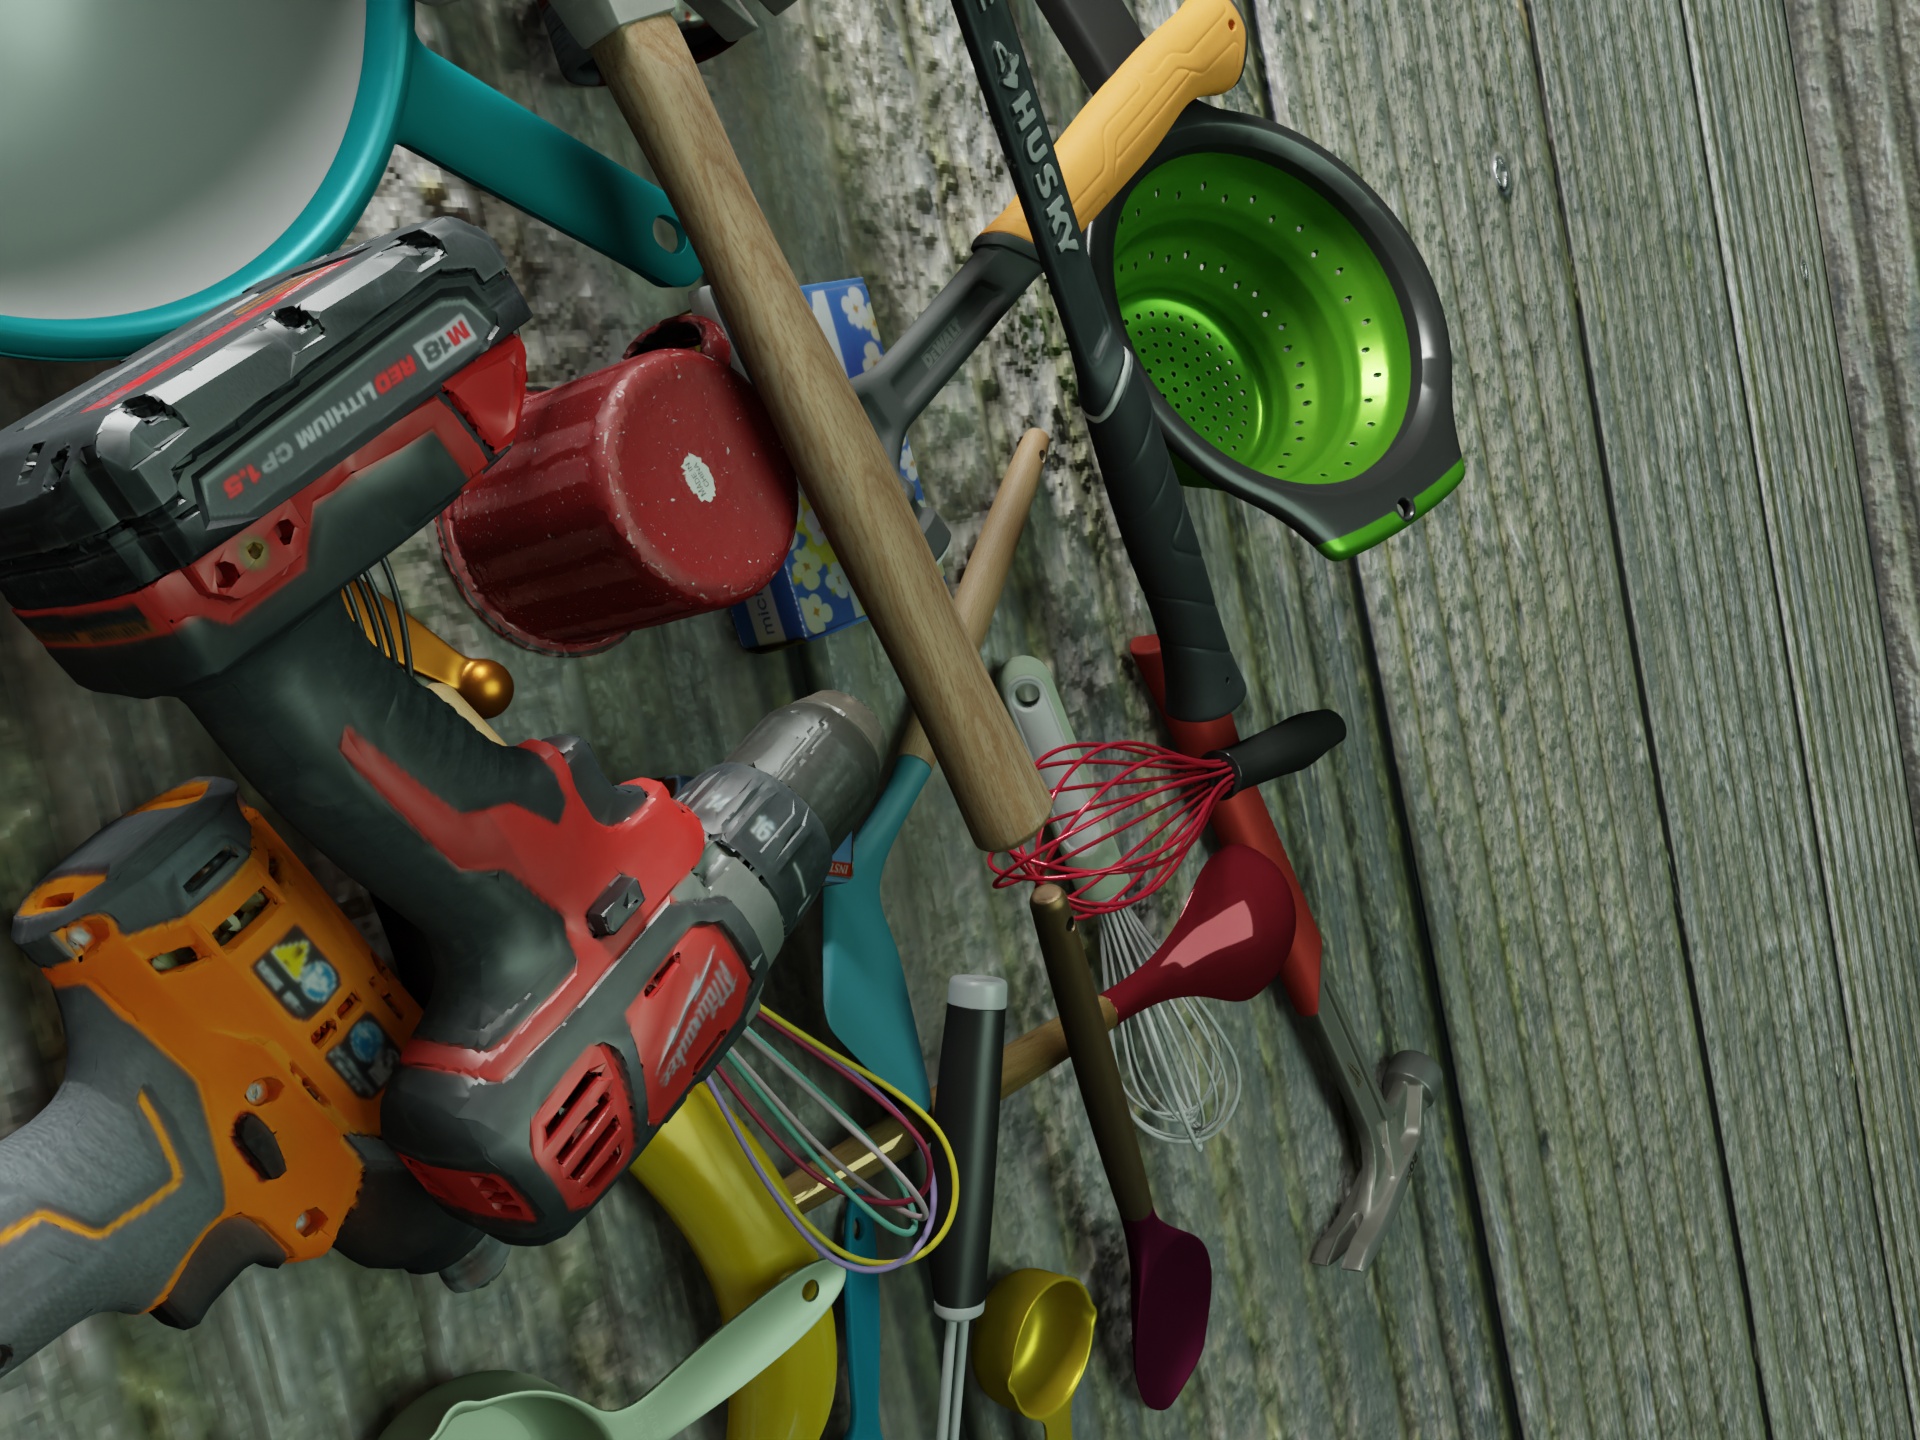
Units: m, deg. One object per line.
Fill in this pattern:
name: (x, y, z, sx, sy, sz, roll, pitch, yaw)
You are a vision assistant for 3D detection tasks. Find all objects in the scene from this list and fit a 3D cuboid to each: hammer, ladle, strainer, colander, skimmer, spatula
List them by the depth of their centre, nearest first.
strainer: (-0.206, -0.181, 0.416, 0.340, 0.095, 0.211, 13, 84, -59)
hammer: (-0.047, -0.104, 0.499, 0.130, 0.031, 0.331, -49, 120, -48)
skimmer: (0.023, 0.279, 0.577, 0.127, 0.090, 0.363, 10, 83, -70)
hammer: (0.051, -0.149, 0.605, 0.149, 0.036, 0.408, -54, 138, -28)
hammer: (0.029, -0.208, 0.638, 0.127, 0.034, 0.337, 55, 55, -28)
ladle: (0.040, 0.129, 0.651, 0.315, 0.031, 0.069, -23, 98, -35)
spatula: (-0.001, -0.002, 0.654, 0.082, 0.044, 0.318, 53, 46, -44)
colander: (0.085, -0.248, 0.766, 0.204, 0.094, 0.397, -31, 90, -30)
hammer: (0.168, 0.113, 0.837, 0.149, 0.037, 0.358, -47, 120, -42)

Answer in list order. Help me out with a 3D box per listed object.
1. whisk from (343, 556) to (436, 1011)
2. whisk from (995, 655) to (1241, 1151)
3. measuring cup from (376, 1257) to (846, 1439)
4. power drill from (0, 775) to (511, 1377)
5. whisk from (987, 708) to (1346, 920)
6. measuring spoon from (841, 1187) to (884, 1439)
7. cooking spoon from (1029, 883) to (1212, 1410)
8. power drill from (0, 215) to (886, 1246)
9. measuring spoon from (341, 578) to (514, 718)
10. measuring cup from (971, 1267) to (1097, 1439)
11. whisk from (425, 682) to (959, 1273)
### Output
whisk: (-0.163, 0.043, 0.458, 0.055, 0.055, 0.238, -34, 115, -46)
whisk: (0.068, 0.085, 0.721, 0.059, 0.058, 0.246, -72, 141, -77)
measuring cup: (-0.107, 0.211, 0.486, 0.167, 0.038, 0.083, -27, 105, -38)
power drill: (-0.206, 0.143, 0.369, 0.164, 0.084, 0.227, 60, 42, -25)
whisk: (0.105, 0.028, 0.710, 0.295, 0.073, 0.073, -16, 96, -52)
measuring spoon: (-0.044, 0.242, 0.593, 0.042, 0.021, 0.129, 29, 53, -55)
cooking spoon: (0.069, 0.189, 0.671, 0.069, 0.017, 0.318, -46, 134, -35)
power drill: (-0.109, -0.006, 0.406, 0.188, 0.080, 0.226, -52, 128, -40)
measuring spoon: (-0.180, -0.034, 0.476, 0.116, 0.011, 0.021, 38, 57, -39)
measuring cup: (0.030, 0.302, 0.665, 0.062, 0.029, 0.156, -18, 109, -49)
whisk: (-0.086, 0.082, 0.508, 0.245, 0.047, 0.051, 49, 18, -11)
